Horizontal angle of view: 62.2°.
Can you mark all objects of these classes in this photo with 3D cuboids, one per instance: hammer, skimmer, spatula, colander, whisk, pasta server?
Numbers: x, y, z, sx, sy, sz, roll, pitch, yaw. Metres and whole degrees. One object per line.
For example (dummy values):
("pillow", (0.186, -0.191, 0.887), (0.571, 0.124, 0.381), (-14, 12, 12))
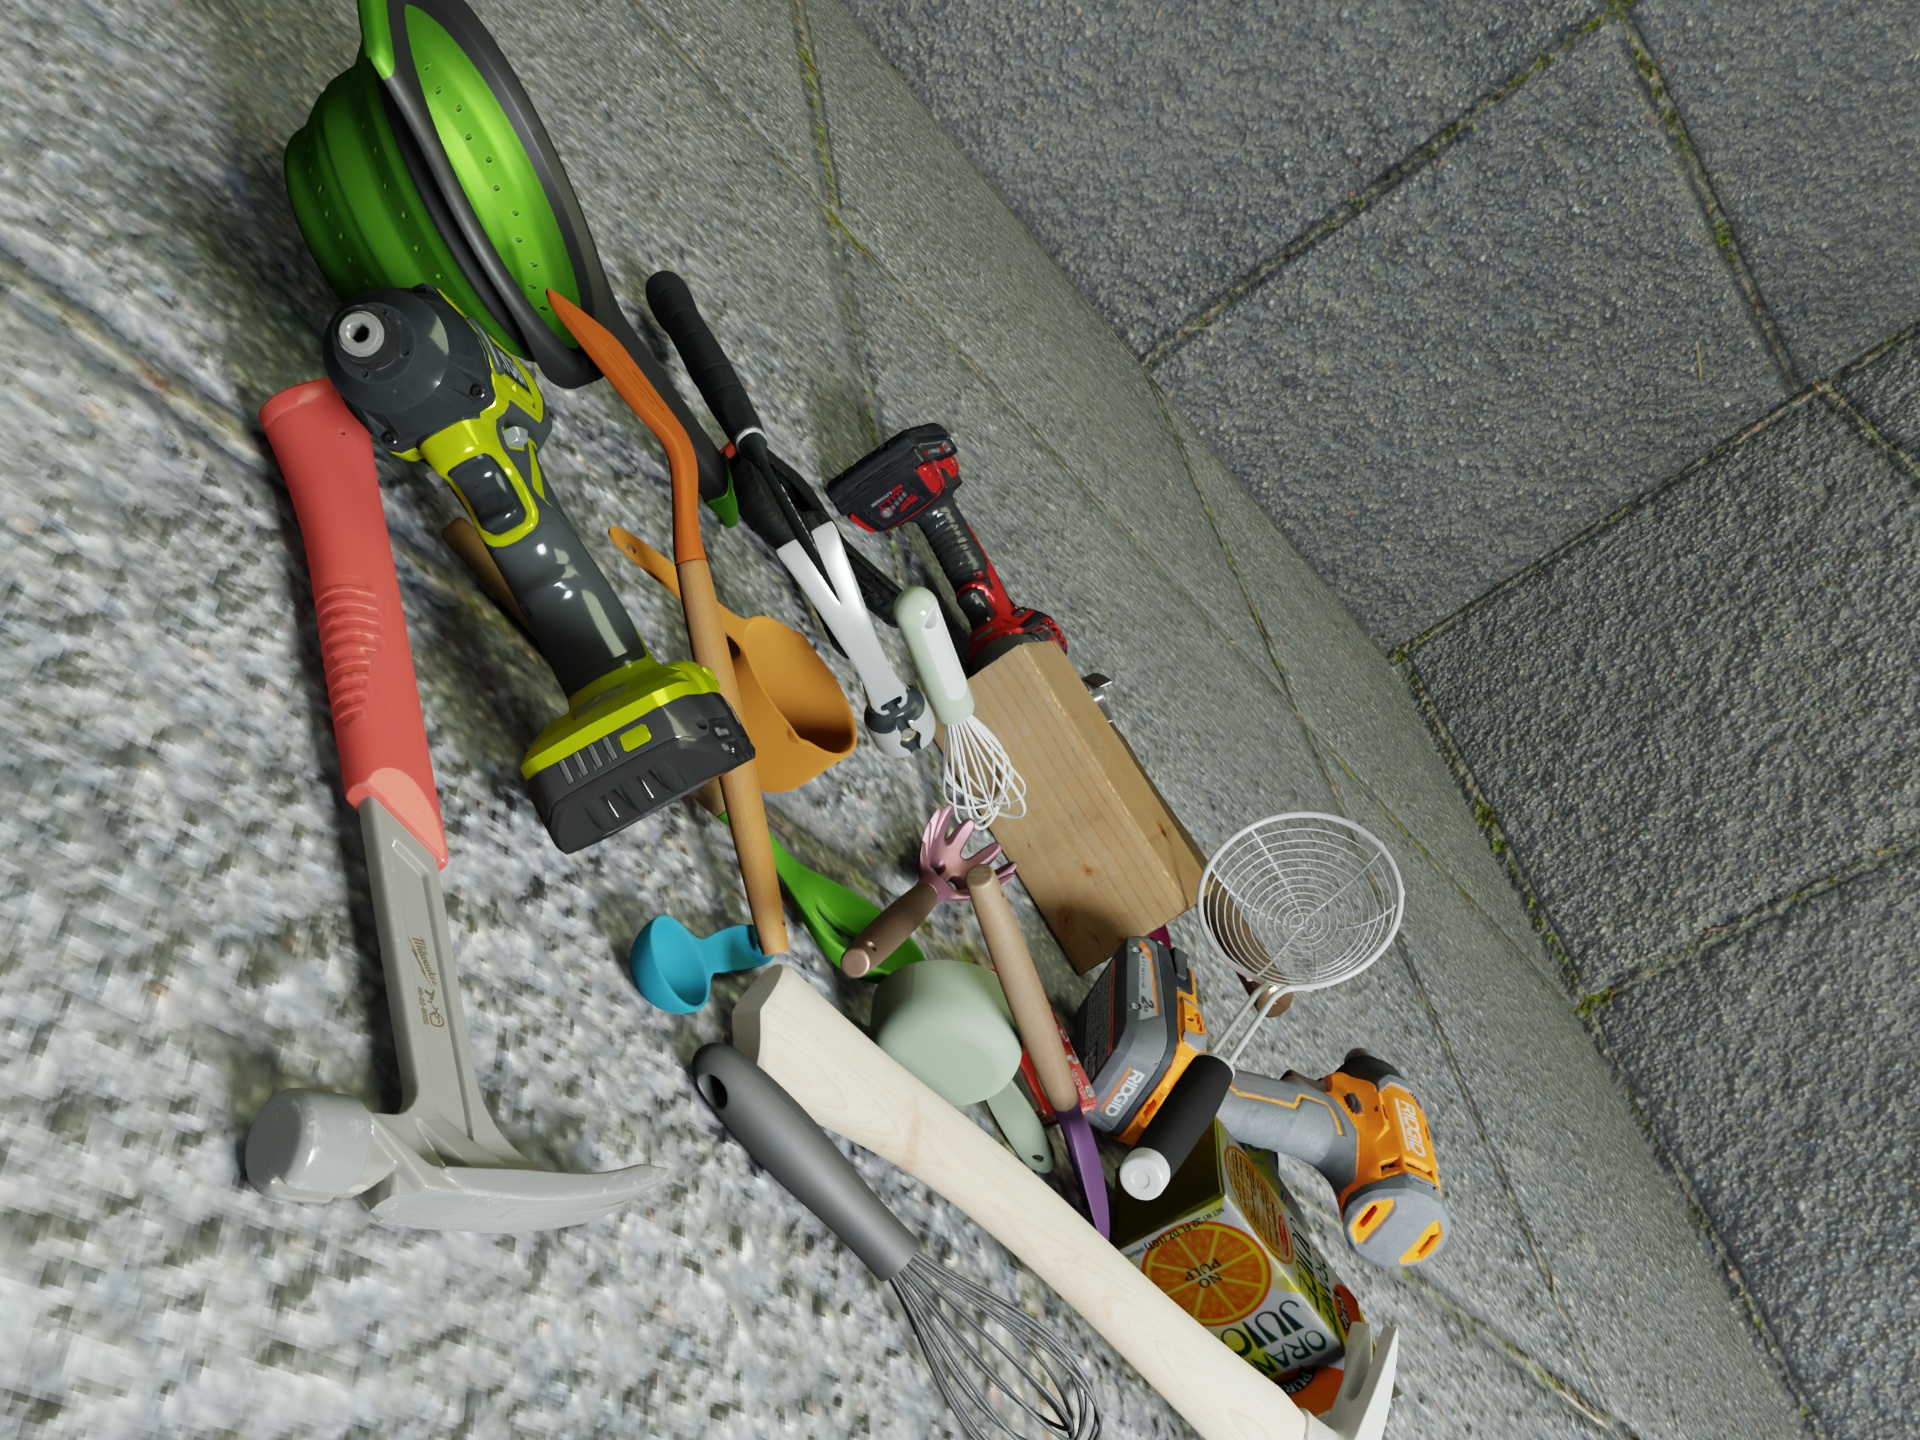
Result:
("hammer", (0.156, 0.084, 1.182), (0.332, 0.031, 0.129), (62, -3, 44))
("skimmer", (0.158, 0.142, 0.884), (0.363, 0.127, 0.090), (-28, 123, -62))
("hammer", (-0.206, 0.012, 0.590), (0.149, 0.036, 0.359), (28, 34, -52))
("spatula", (0.045, 0.171, 0.766), (0.060, 0.018, 0.315), (-94, 169, -45))
("spatula", (-0.129, -0.047, 0.744), (0.081, 0.041, 0.323), (16, 60, -79))
("hammer", (0.058, 0.246, 0.747), (0.410, 0.038, 0.146), (45, 57, -18))
("colander", (-0.231, -0.209, 0.835), (0.396, 0.094, 0.205), (58, 14, -58))
("whisk", (-0.002, -0.003, 0.948), (0.059, 0.058, 0.246), (21, -24, 24))
("pasta server", (-0.018, 0.089, 0.820), (0.060, 0.040, 0.316), (42, 7, 4))
("whisk", (-0.028, 0.223, 0.659), (0.239, 0.055, 0.055), (48, 20, -6))
("hammer", (-0.122, -0.157, 0.940), (0.409, 0.036, 0.149), (59, -4, 41))

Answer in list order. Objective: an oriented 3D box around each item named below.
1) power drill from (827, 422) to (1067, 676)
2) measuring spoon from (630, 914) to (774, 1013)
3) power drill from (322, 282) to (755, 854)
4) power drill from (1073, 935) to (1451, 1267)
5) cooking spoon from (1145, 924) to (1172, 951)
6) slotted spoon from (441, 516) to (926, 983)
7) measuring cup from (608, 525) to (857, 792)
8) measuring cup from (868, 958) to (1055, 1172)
("power drill", (-0.001, -0.111, 1.208), (0.219, 0.078, 0.143), (57, 20, -4))
("measuring spoon", (-0.112, 0.105, 0.696), (0.042, 0.021, 0.128), (66, 12, 9))
("power drill", (-0.174, -0.063, 0.642), (0.223, 0.080, 0.171), (61, -1, -1))
("power drill", (0.184, 0.222, 0.972), (0.226, 0.084, 0.164), (27, 25, -6))
("cooking spoon", (0.102, 0.049, 1.267), (0.068, 0.017, 0.319), (30, 32, -53))
("slotted spoon", (-0.130, 0.022, 0.764), (0.313, 0.031, 0.070), (48, 11, -15))
("measuring cup", (-0.129, -0.030, 0.814), (0.173, 0.052, 0.095), (42, 24, -29))
("measuring cup", (0.011, 0.186, 0.788), (0.038, 0.083, 0.167), (-81, 149, -51))
